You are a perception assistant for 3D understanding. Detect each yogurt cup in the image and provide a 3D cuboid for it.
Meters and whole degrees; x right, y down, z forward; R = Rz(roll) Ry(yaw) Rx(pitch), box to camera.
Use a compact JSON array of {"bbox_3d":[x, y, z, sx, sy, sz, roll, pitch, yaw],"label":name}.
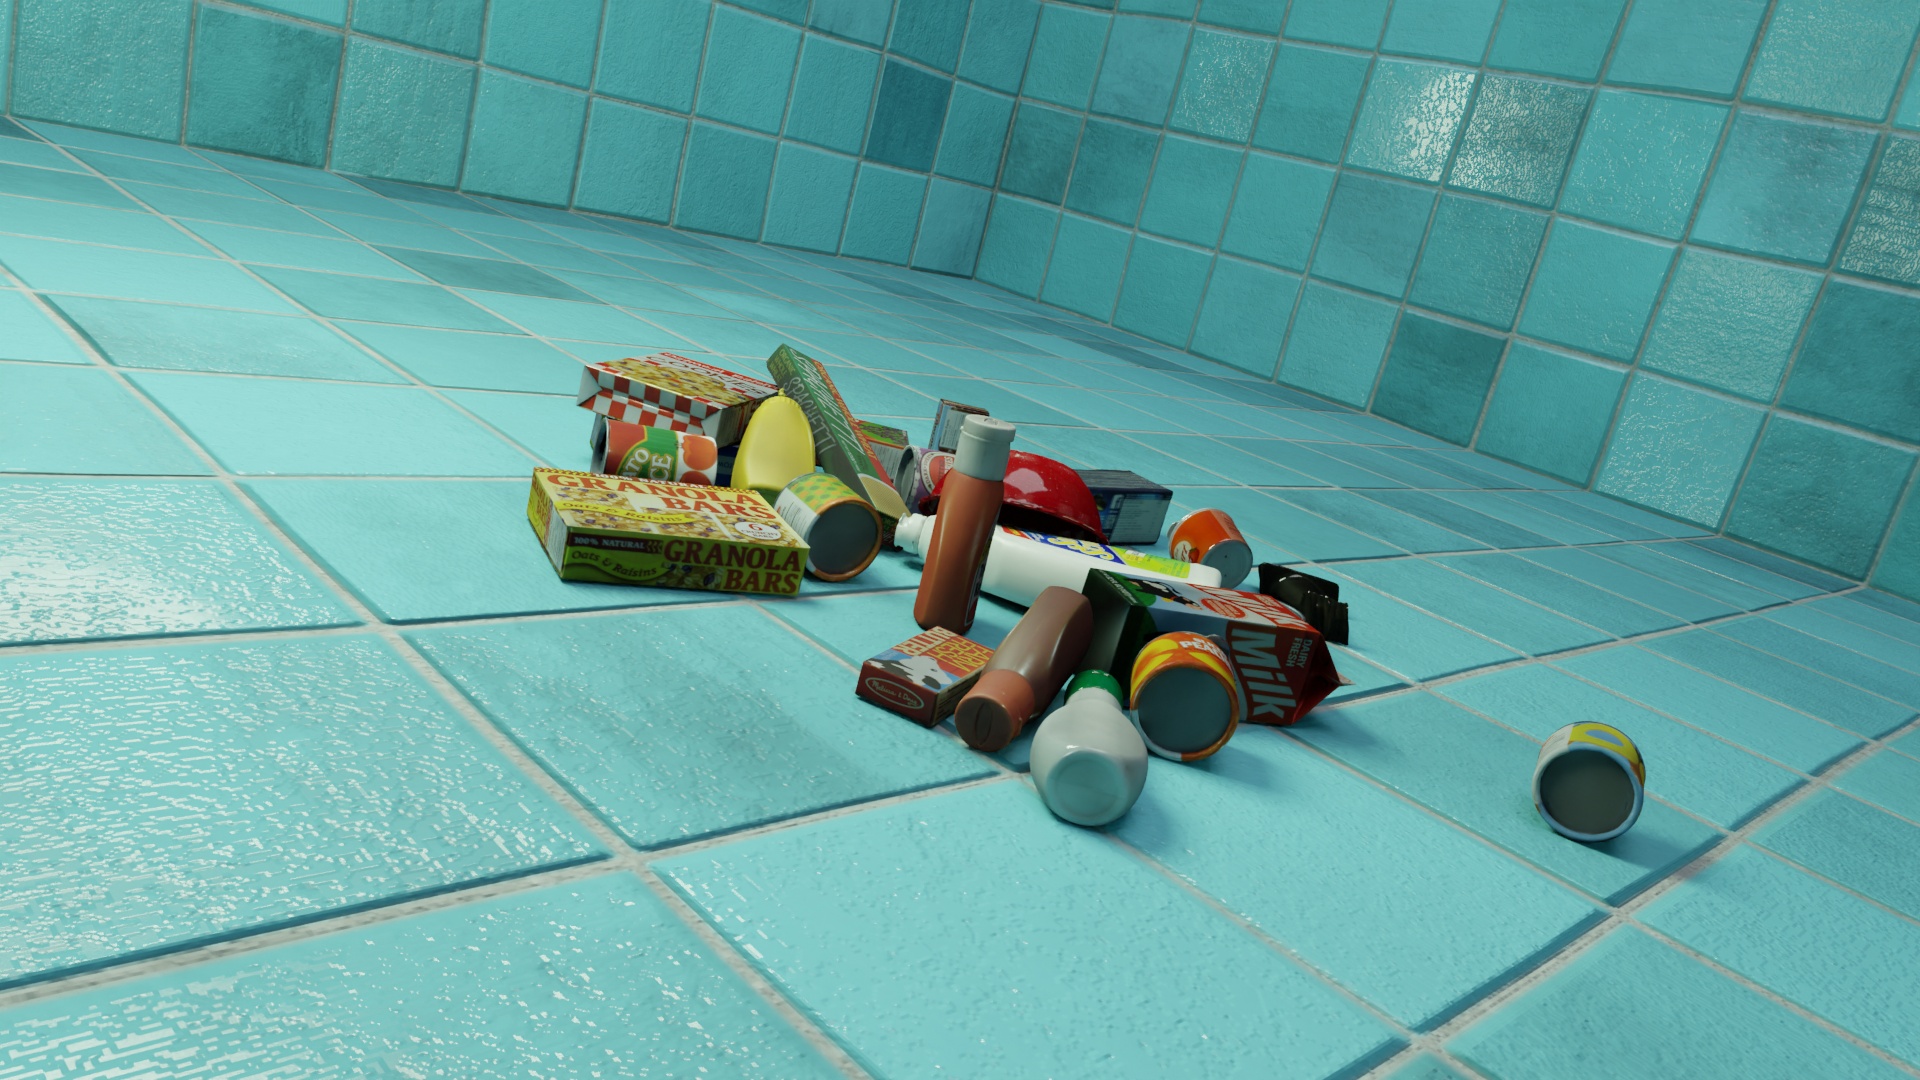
[{"bbox_3d":[0.231,0.011,1.267,0.072,0.072,0.054,9,24,-22],"label":"yogurt cup"}]

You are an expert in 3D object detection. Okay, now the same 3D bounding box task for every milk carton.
[{"bbox_3d":[0.176,0.076,0.958,0.191,0.073,0.072,9,16,-22],"label":"milk carton"}]

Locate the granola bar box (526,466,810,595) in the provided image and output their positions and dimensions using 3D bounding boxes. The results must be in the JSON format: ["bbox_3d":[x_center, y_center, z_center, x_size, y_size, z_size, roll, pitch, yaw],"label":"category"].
[{"bbox_3d":[-0.204,-0.006,0.959,0.166,0.039,0.124,6,18,-30],"label":"granola bar box"}]

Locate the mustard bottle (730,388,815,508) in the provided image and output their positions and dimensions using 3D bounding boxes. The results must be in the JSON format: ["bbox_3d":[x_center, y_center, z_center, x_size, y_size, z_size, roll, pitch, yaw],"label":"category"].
[{"bbox_3d":[-0.150,-0.075,1.144,0.065,0.048,0.161,18,36,-15],"label":"mustard bottle"}]

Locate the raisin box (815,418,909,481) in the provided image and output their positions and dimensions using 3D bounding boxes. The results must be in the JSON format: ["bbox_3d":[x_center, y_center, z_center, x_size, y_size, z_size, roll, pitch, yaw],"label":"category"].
[{"bbox_3d":[-0.115,-0.097,1.373,0.123,0.040,0.086,14,16,-9],"label":"raisin box"}]

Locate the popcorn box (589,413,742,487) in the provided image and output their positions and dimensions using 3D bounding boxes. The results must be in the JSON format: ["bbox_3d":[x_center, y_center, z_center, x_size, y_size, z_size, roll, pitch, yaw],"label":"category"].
[{"bbox_3d":[-0.245,-0.080,1.186,0.127,0.038,0.085,8,16,-24],"label":"popcorn box"}]

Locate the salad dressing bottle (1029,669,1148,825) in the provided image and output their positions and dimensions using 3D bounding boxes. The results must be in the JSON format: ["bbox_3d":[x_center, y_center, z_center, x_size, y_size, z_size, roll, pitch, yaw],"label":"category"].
[{"bbox_3d":[0.074,0.112,0.790,0.064,0.044,0.148,14,14,4],"label":"salad dressing bottle"}]

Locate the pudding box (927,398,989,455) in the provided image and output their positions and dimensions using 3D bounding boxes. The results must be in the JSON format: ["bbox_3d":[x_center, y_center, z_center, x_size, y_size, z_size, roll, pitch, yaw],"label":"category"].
[{"bbox_3d":[-0.006,-0.095,1.383,0.050,0.083,0.030,11,12,-13],"label":"pudding box"}]

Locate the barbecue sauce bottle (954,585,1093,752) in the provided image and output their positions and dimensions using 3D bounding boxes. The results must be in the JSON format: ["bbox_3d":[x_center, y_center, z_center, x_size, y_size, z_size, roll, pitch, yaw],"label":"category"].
[{"bbox_3d":[0.040,0.080,0.843,0.044,0.064,0.149,17,24,16],"label":"barbecue sauce bottle"}]

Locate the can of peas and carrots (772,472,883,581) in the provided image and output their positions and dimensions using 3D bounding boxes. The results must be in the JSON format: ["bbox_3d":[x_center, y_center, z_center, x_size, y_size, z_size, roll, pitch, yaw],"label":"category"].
[{"bbox_3d":[-0.096,-0.011,1.023,0.071,0.070,0.059,5,18,-33],"label":"can of peas and carrots"}]

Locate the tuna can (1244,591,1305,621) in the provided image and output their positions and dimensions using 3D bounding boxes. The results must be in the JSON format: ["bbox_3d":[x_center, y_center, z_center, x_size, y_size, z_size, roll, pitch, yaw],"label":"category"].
[{"bbox_3d":[0.241,0.067,1.129,0.071,0.032,0.071,14,15,-4],"label":"tuna can"}]

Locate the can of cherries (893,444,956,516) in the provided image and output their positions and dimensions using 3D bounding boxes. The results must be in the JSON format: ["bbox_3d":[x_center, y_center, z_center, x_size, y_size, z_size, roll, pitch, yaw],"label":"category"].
[{"bbox_3d":[-0.023,-0.048,1.222,0.058,0.071,0.071,11,15,-17],"label":"can of cherries"}]

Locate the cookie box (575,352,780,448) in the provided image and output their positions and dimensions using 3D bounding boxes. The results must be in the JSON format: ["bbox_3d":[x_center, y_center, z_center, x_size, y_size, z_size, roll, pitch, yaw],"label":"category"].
[{"bbox_3d":[-0.235,-0.122,1.198,0.123,0.040,0.168,18,14,8],"label":"cookie box"}]

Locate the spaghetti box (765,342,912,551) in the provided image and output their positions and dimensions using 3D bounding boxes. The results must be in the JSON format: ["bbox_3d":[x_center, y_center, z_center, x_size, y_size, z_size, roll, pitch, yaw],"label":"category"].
[{"bbox_3d":[-0.106,-0.086,1.190,0.050,0.028,0.251,25,24,-43],"label":"spaghetti box"}]

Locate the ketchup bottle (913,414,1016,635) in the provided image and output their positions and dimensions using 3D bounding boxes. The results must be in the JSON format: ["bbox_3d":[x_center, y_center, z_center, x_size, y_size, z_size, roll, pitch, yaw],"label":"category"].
[{"bbox_3d":[0.003,-0.012,0.967,0.043,0.148,0.065,14,14,2],"label":"ketchup bottle"}]

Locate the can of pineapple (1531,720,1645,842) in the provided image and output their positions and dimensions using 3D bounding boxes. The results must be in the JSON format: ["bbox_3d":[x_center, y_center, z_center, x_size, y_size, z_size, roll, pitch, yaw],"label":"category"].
[{"bbox_3d":[0.410,0.157,0.902,0.071,0.070,0.058,21,16,23],"label":"can of pineapple"}]

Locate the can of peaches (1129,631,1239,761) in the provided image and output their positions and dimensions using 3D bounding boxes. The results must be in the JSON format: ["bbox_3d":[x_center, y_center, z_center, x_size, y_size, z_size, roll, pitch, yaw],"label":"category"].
[{"bbox_3d":[0.140,0.095,0.861,0.071,0.071,0.058,16,16,4],"label":"can of peaches"}]

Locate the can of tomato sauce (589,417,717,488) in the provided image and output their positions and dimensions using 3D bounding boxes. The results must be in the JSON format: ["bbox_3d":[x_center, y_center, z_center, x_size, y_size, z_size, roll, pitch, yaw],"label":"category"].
[{"bbox_3d":[-0.232,-0.052,1.047,0.083,0.071,0.071,9,16,-23],"label":"can of tomato sauce"}]

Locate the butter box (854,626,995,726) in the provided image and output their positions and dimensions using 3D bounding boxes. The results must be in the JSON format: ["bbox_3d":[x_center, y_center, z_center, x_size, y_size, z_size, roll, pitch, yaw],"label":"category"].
[{"bbox_3d":[-0.017,0.081,0.849,0.053,0.024,0.104,21,16,20],"label":"butter box"}]
